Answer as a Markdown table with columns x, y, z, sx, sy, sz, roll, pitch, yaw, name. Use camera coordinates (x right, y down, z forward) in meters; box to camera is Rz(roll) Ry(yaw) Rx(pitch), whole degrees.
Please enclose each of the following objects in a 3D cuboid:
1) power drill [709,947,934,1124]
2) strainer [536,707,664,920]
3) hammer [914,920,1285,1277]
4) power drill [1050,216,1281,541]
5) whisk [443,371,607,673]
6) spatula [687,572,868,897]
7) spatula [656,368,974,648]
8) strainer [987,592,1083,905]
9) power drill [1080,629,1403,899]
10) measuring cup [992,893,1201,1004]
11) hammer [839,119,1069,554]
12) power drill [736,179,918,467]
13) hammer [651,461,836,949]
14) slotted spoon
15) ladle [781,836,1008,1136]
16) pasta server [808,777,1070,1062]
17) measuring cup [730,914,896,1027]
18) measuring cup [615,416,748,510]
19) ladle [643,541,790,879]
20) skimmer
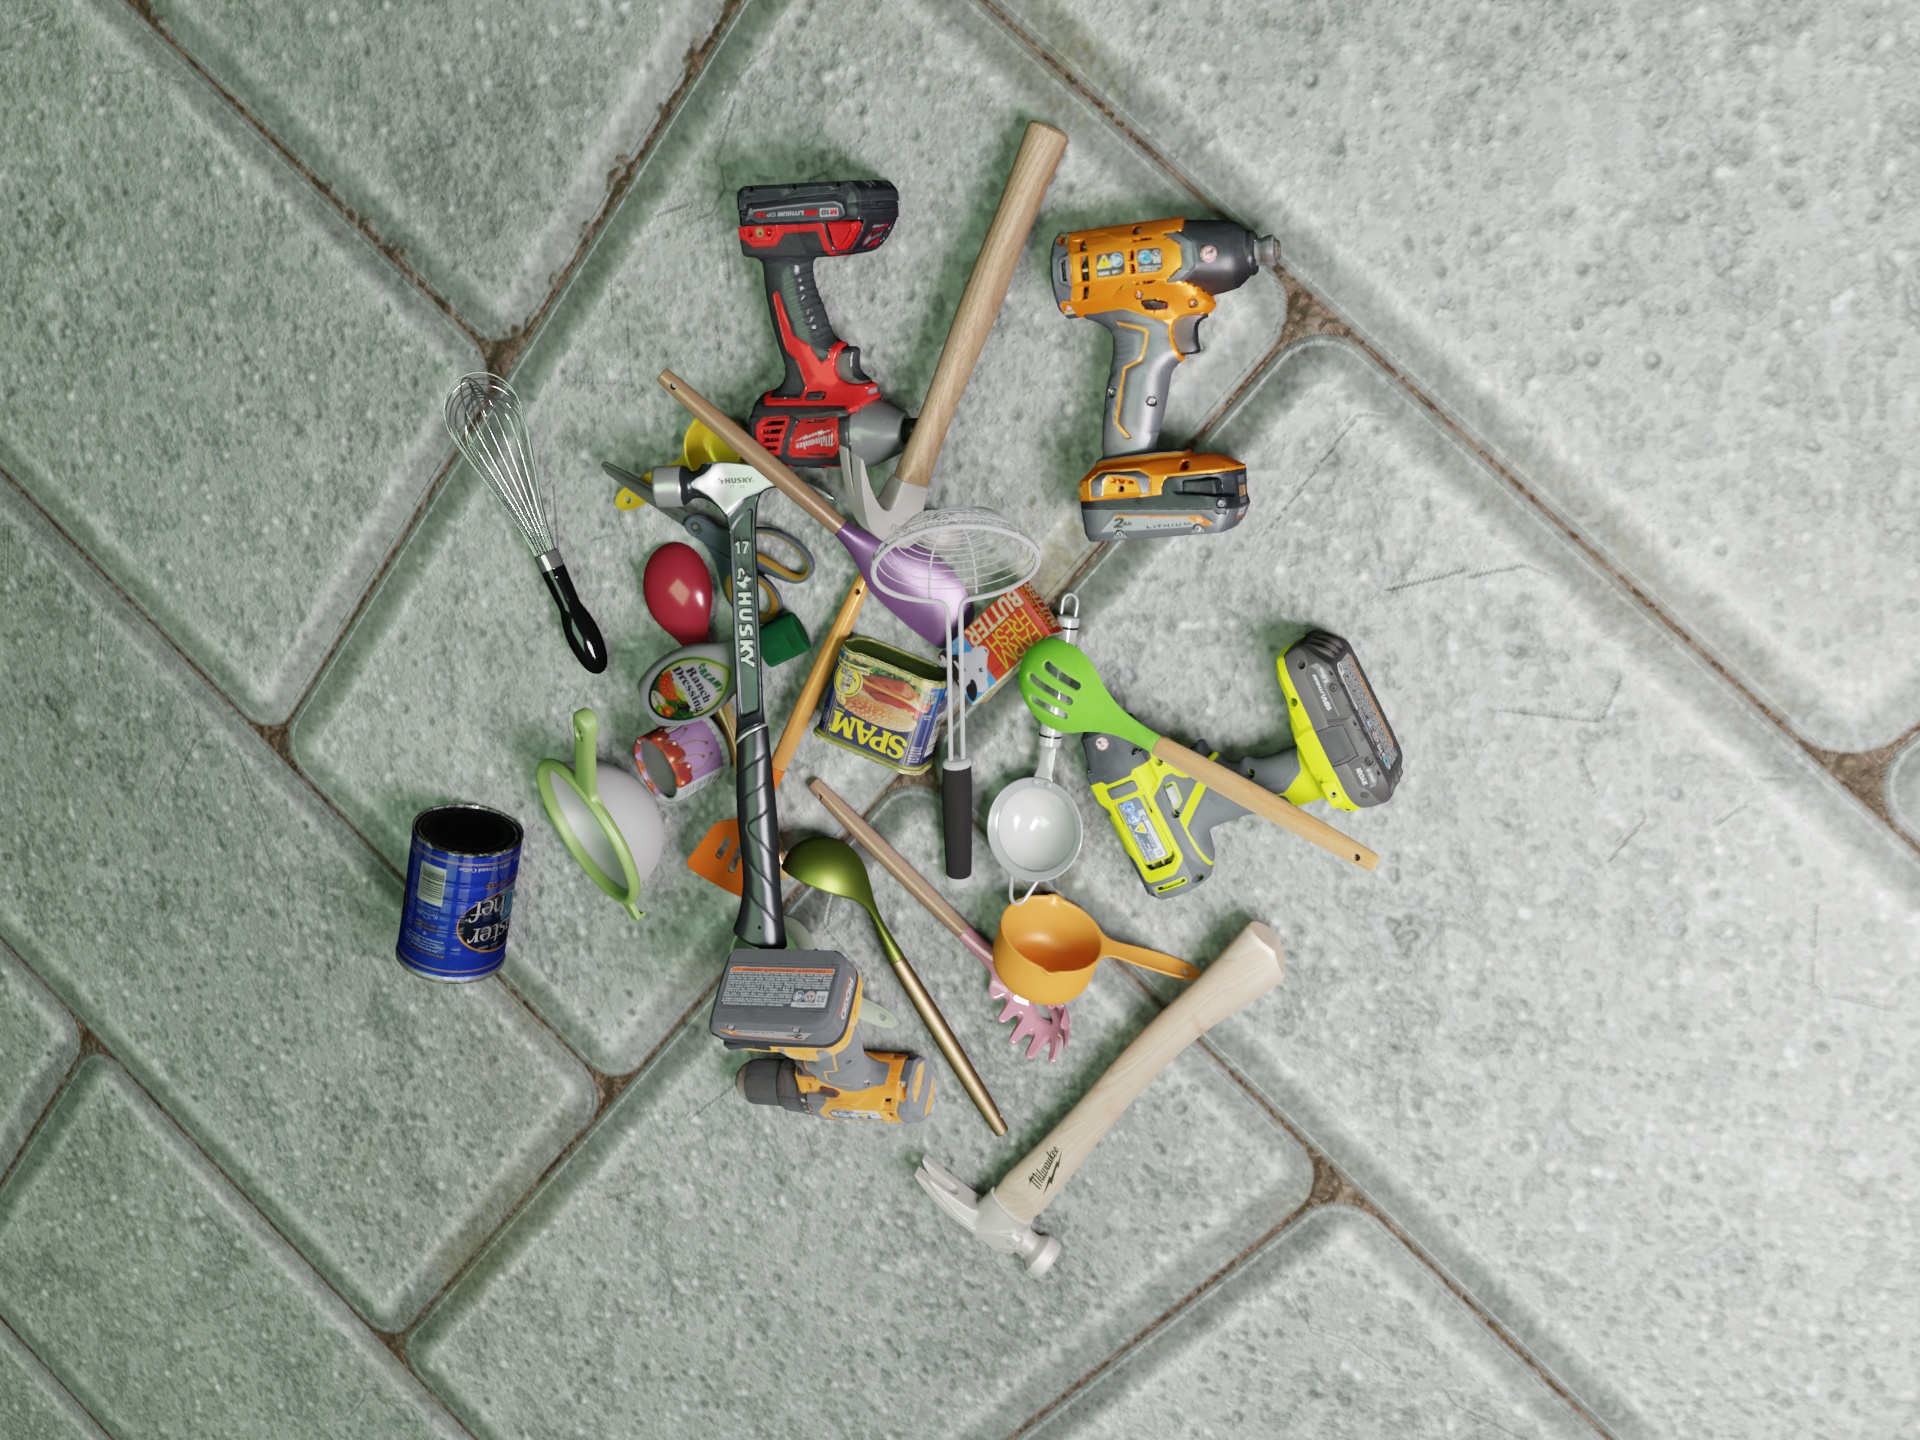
| x | y | z | sx | sy | sz | roll | pitch | yaw | name |
| --- | --- | --- | --- | --- | --- | --- | --- | --- | --- |
| -0.140 | 0.283 | 1.381 | 0.185 | 0.084 | 0.226 | -2 | 143 | 20 | power drill |
| -0.306 | 0.056 | 1.396 | 0.152 | 0.069 | 0.256 | 46 | 149 | 20 | strainer |
| 0.122 | 0.308 | 1.339 | 0.146 | 0.038 | 0.410 | 37 | 117 | 1 | hammer |
| 0.156 | -0.250 | 1.162 | 0.164 | 0.084 | 0.226 | -2 | 100 | 21 | power drill |
| -0.380 | -0.171 | 1.411 | 0.070 | 0.070 | 0.284 | -16 | 103 | 25 | whisk |
| -0.147 | 0.017 | 1.376 | 0.081 | 0.041 | 0.322 | 27 | 105 | 1 | spatula |
| -0.114 | -0.173 | 1.275 | 0.315 | 0.018 | 0.060 | 39 | 102 | -13 | spatula |
| 0.074 | 0.023 | 1.294 | 0.087 | 0.050 | 0.258 | 14 | 104 | 26 | strainer |
| 0.207 | 0.026 | 1.223 | 0.223 | 0.080 | 0.171 | -24 | 95 | 29 | power drill |
| 0.110 | 0.204 | 1.319 | 0.173 | 0.095 | 0.052 | 16 | 126 | -5 | measuring cup |
| 0.002 | -0.289 | 1.207 | 0.031 | 0.130 | 0.331 | 36 | 109 | 42 | hammer |
| -0.100 | -0.308 | 1.250 | 0.143 | 0.078 | 0.219 | 5 | 109 | 21 | power drill |
| -0.169 | -0.010 | 1.322 | 0.149 | 0.036 | 0.409 | -2 | 96 | 1 | hammer |
| 0.170 | 0.029 | 1.187 | 0.314 | 0.031 | 0.070 | 30 | 116 | 21 | slotted spoon |
| -0.053 | 0.238 | 1.397 | 0.062 | 0.078 | 0.320 | -31 | 98 | -1 | ladle |
| -0.020 | 0.167 | 1.373 | 0.316 | 0.040 | 0.060 | 44 | 126 | 6 | pasta server |
| -0.127 | 0.230 | 1.434 | 0.167 | 0.038 | 0.083 | 24 | 112 | 11 | measuring cup |
| -0.238 | -0.214 | 1.362 | 0.156 | 0.029 | 0.062 | -19 | 100 | 37 | measuring cup |
| -0.209 | -0.005 | 1.406 | 0.069 | 0.031 | 0.315 | -16 | 100 | 24 | ladle |
| -0.002 | -0.004 | 1.250 | 0.127 | 0.090 | 0.363 | -3 | 120 | -4 | skimmer |
